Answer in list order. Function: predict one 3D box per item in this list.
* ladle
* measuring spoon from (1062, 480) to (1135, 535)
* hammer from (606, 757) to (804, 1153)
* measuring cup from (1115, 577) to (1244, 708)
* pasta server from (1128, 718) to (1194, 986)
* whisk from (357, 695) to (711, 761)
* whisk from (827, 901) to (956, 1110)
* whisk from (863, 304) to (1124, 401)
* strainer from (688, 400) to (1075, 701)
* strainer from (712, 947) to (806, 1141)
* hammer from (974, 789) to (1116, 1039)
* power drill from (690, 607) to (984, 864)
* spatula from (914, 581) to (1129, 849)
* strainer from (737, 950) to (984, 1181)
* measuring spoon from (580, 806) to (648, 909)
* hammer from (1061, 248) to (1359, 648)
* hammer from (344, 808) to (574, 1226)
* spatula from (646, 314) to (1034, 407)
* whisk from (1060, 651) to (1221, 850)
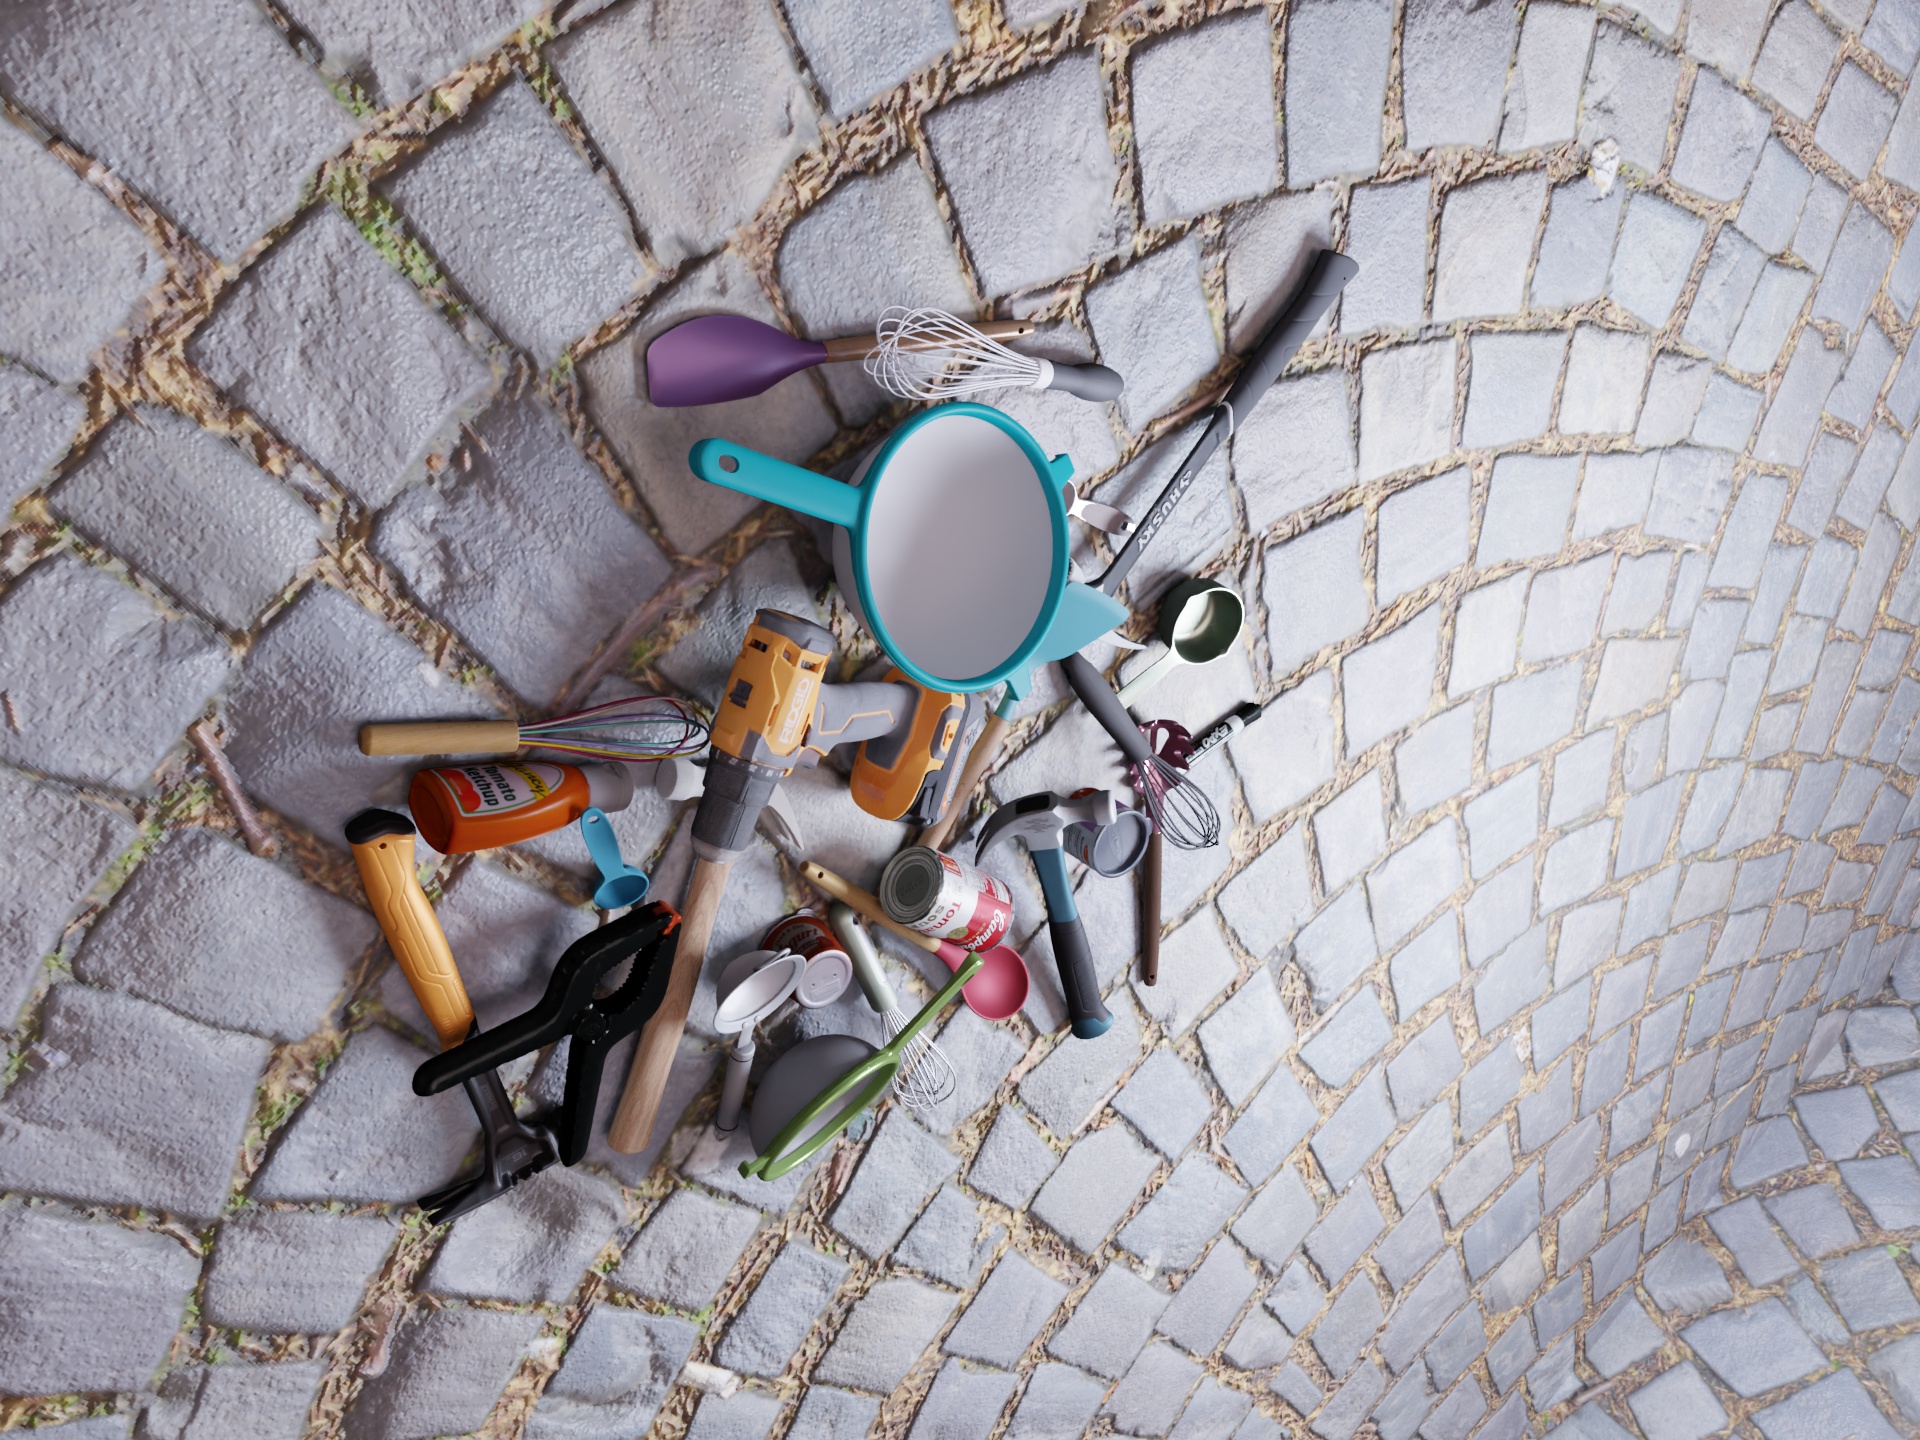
[{"bbox_3d":[-0.037,0.185,1.363,0.315,0.031,0.069,39,67,-45],"label":"ladle"},{"bbox_3d":[0.105,-0.175,1.327,0.124,0.018,0.034,13,104,-48],"label":"measuring spoon"},{"bbox_3d":[-0.213,0.187,1.237,0.130,0.031,0.331,8,106,-40],"label":"hammer"},{"bbox_3d":[0.179,-0.062,1.426,0.167,0.038,0.083,-41,130,0],"label":"measuring cup"},{"bbox_3d":[0.185,0.131,1.517,0.060,0.040,0.316,-5,119,-4],"label":"pasta server"},{"bbox_3d":[-0.286,0.007,1.093,0.245,0.051,0.047,-2,82,-33],"label":"whisk"},{"bbox_3d":[-0.062,0.250,1.376,0.059,0.058,0.246,-16,122,9],"label":"whisk"},{"bbox_3d":[0.037,-0.263,1.183,0.284,0.070,0.070,-6,115,-49],"label":"whisk"},{"bbox_3d":[-0.068,-0.140,1.142,0.340,0.095,0.211,14,86,-42],"label":"strainer"},{"bbox_3d":[-0.175,0.256,1.266,0.087,0.050,0.258,-21,141,-39],"label":"strainer"},{"bbox_3d":[0.096,0.185,1.443,0.128,0.033,0.330,-6,133,11],"label":"hammer"},{"bbox_3d":[-0.097,0.027,1.191,0.226,0.084,0.185,16,96,-51],"label":"power drill"},{"bbox_3d":[0.027,0.024,1.328,0.082,0.044,0.317,23,100,-44],"label":"spatula"},{"bbox_3d":[-0.090,0.270,1.320,0.256,0.069,0.151,-46,163,2],"label":"strainer"},{"bbox_3d":[-0.255,0.093,1.142,0.042,0.021,0.128,-22,145,-14],"label":"measuring spoon"},{"bbox_3d":[0.218,-0.238,1.362,0.409,0.036,0.149,-54,141,-7],"label":"hammer"},{"bbox_3d":[-0.369,0.209,1.124,0.127,0.034,0.336,-28,125,-27],"label":"hammer"},{"bbox_3d":[-0.077,-0.267,1.134,0.316,0.018,0.059,-14,119,-31],"label":"spatula"},{"bbox_3d":[0.159,0.028,1.410,0.055,0.055,0.238,-43,111,-13],"label":"whisk"}]
